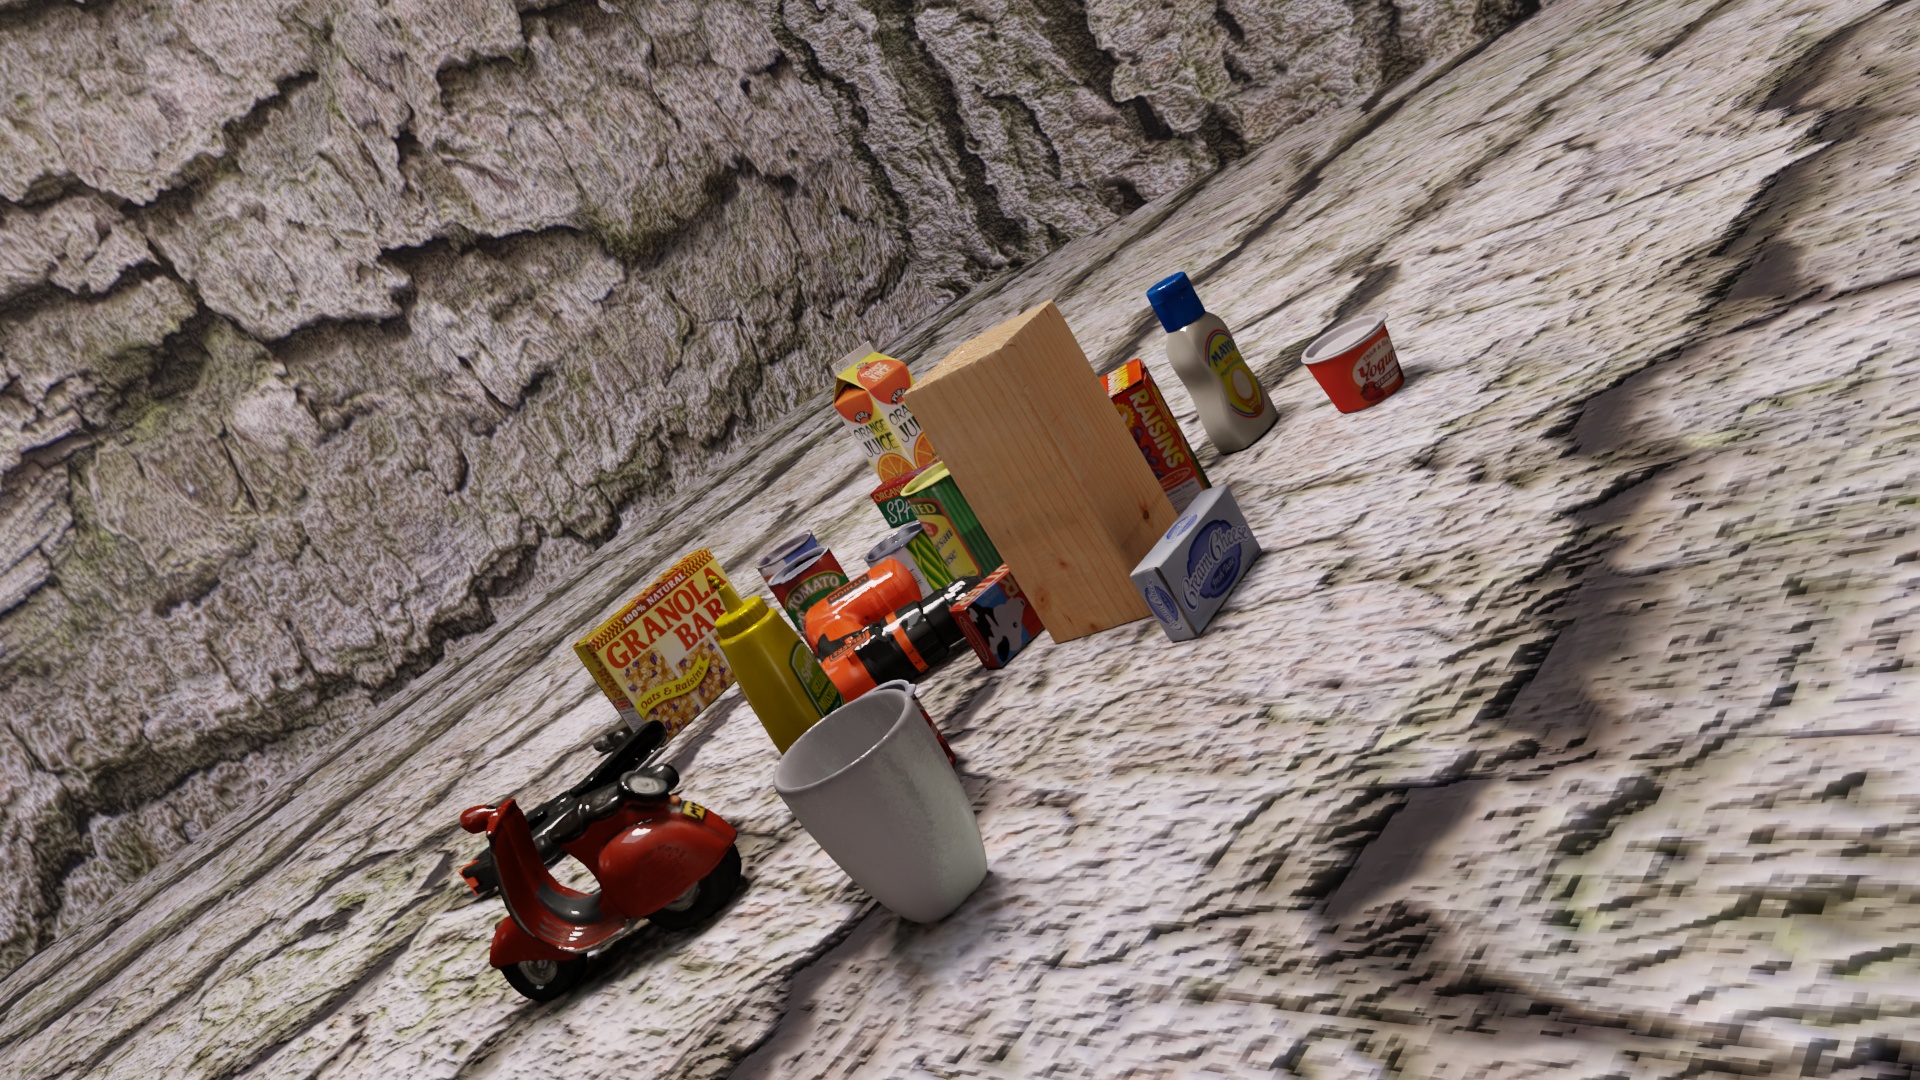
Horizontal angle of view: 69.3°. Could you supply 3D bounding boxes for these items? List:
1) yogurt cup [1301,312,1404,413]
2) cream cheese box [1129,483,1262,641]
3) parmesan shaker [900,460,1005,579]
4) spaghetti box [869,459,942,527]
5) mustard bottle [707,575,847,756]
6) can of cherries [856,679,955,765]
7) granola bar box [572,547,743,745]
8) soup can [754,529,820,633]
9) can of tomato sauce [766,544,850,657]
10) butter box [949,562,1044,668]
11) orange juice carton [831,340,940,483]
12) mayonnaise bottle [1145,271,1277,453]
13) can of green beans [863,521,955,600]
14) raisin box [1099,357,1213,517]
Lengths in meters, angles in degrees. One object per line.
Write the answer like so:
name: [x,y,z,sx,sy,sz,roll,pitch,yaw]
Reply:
yogurt cup: [0.304,-0.134,1.066,0.072,0.054,0.072,-30,13,8]
cream cheese box: [0.151,0.013,0.877,0.024,0.053,0.104,-18,19,46]
parmesan shaker: [0.004,-0.015,1.198,0.071,0.103,0.071,-30,13,8]
spaghetti box: [-0.004,-0.067,1.519,0.249,0.050,0.029,-18,19,45]
mustard bottle: [-0.134,0.091,1.001,0.048,0.160,0.065,-28,13,17]
can of cherries: [-0.044,0.130,0.878,0.071,0.058,0.072,-30,13,8]
granola bar box: [-0.277,0.103,1.352,0.039,0.124,0.166,-19,19,45]
soup can: [-0.152,0.041,1.386,0.071,0.083,0.071,-30,13,8]
can of tomato sauce: [-0.128,0.057,1.277,0.071,0.083,0.071,-30,13,8]
butter box: [0.043,0.042,1.012,0.104,0.053,0.024,-40,15,-31]
orange juice carton: [-0.079,-0.139,1.635,0.073,0.192,0.072,-17,20,49]
mayonnaise bottle: [0.202,-0.147,1.135,0.065,0.148,0.041,-41,16,-34]
can of green beans: [-0.045,0.024,1.266,0.071,0.057,0.071,-30,13,8]
raisin box: [0.147,-0.067,1.024,0.040,0.123,0.086,-29,13,14]
